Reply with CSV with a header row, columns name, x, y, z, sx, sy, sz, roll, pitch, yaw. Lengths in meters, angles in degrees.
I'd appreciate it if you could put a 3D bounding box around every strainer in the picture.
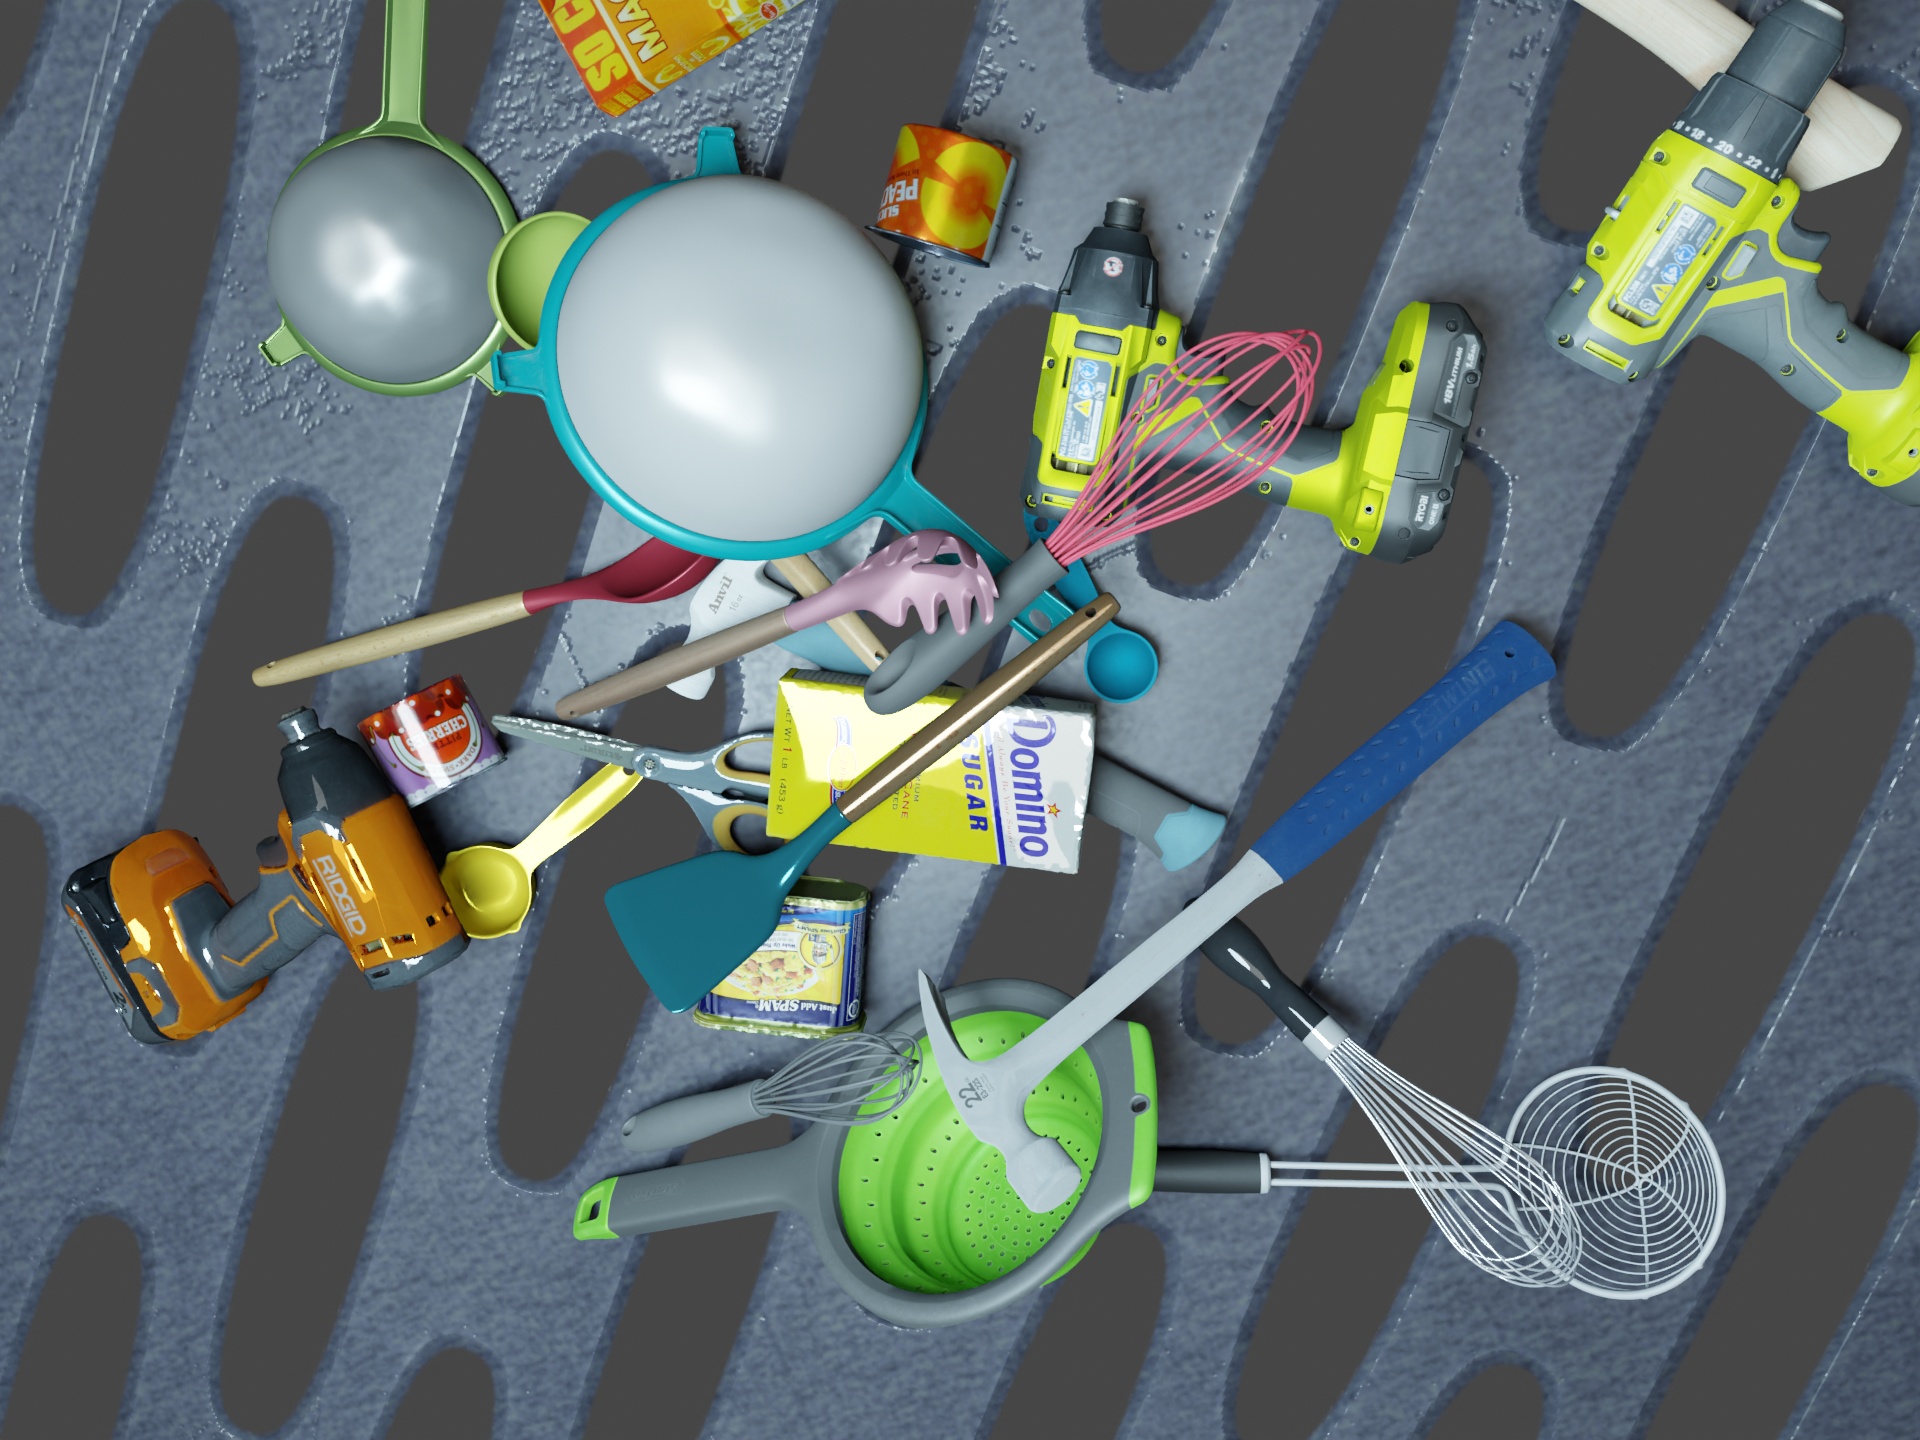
name,x,y,z,sx,sy,sz,roll,pitch,yaw
strainer,-0.056,-0.154,0.824,0.340,0.095,0.211,39,72,-10
strainer,-0.316,-0.306,0.866,0.151,0.069,0.256,8,103,3

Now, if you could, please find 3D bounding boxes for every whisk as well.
name,x,y,z,sx,sy,sz,roll,pitch,yaw
whisk,-0.117,0.225,0.934,0.239,0.055,0.055,-22,99,33
whisk,0.063,-0.097,0.810,0.296,0.073,0.073,-39,96,14
whisk,0.228,0.201,0.889,0.285,0.070,0.070,44,102,20

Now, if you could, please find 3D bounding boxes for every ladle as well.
name,x,y,z,sx,sy,sz,roll,pitch,yaw
ladle,-0.275,-0.062,0.926,0.315,0.069,0.031,-14,127,12
ladle,-0.139,-0.145,0.865,0.078,0.062,0.320,-40,86,-17

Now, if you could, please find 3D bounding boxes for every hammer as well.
name,x,y,z,sx,sy,sz,roll,pitch,yaw
hammer,0.155,0.082,0.869,0.405,0.035,0.144,-39,55,-5
hammer,-0.001,-0.003,0.919,0.331,0.033,0.128,28,103,-1
hammer,0.304,-0.408,0.813,0.410,0.038,0.146,31,101,-2

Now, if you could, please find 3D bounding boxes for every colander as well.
name,x,y,z,sx,sy,sz,roll,pitch,yaw
colander,-0.051,0.281,0.948,0.397,0.205,0.094,-17,135,23

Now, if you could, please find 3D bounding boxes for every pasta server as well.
name,x,y,z,sx,sy,sz,roll,pitch,yaw
pasta server,-0.112,-0.041,0.859,0.316,0.040,0.060,-18,137,33

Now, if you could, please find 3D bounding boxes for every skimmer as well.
name,x,y,z,sx,sy,sz,roll,pitch,yaw
skimmer,0.240,0.264,0.922,0.363,0.090,0.127,-1,77,7

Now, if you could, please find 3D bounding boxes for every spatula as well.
name,x,y,z,sx,sy,sz,roll,pitch,yaw
spatula,-0.045,0.032,0.843,0.317,0.044,0.082,-38,68,7

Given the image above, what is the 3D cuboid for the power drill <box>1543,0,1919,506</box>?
name,x,y,z,sx,sy,sz,roll,pitch,yaw
power drill,0.441,-0.228,0.800,0.228,0.080,0.190,28,117,-1

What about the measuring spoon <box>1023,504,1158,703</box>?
name,x,y,z,sx,sy,sz,roll,pitch,yaw
measuring spoon,0.072,-0.069,0.912,0.042,0.021,0.128,-29,88,11

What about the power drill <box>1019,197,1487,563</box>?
name,x,y,z,sx,sy,sz,roll,pitch,yaw
power drill,0.154,-0.177,0.851,0.223,0.080,0.171,11,102,6

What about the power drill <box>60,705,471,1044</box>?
name,x,y,z,sx,sy,sz,roll,pitch,yaw
power drill,-0.407,0.092,0.922,0.226,0.084,0.164,-18,101,23

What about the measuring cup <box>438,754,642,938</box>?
name,x,y,z,sx,sy,sz,roll,pitch,yaw
measuring cup,-0.248,0.070,0.963,0.156,0.029,0.062,-40,96,-1
